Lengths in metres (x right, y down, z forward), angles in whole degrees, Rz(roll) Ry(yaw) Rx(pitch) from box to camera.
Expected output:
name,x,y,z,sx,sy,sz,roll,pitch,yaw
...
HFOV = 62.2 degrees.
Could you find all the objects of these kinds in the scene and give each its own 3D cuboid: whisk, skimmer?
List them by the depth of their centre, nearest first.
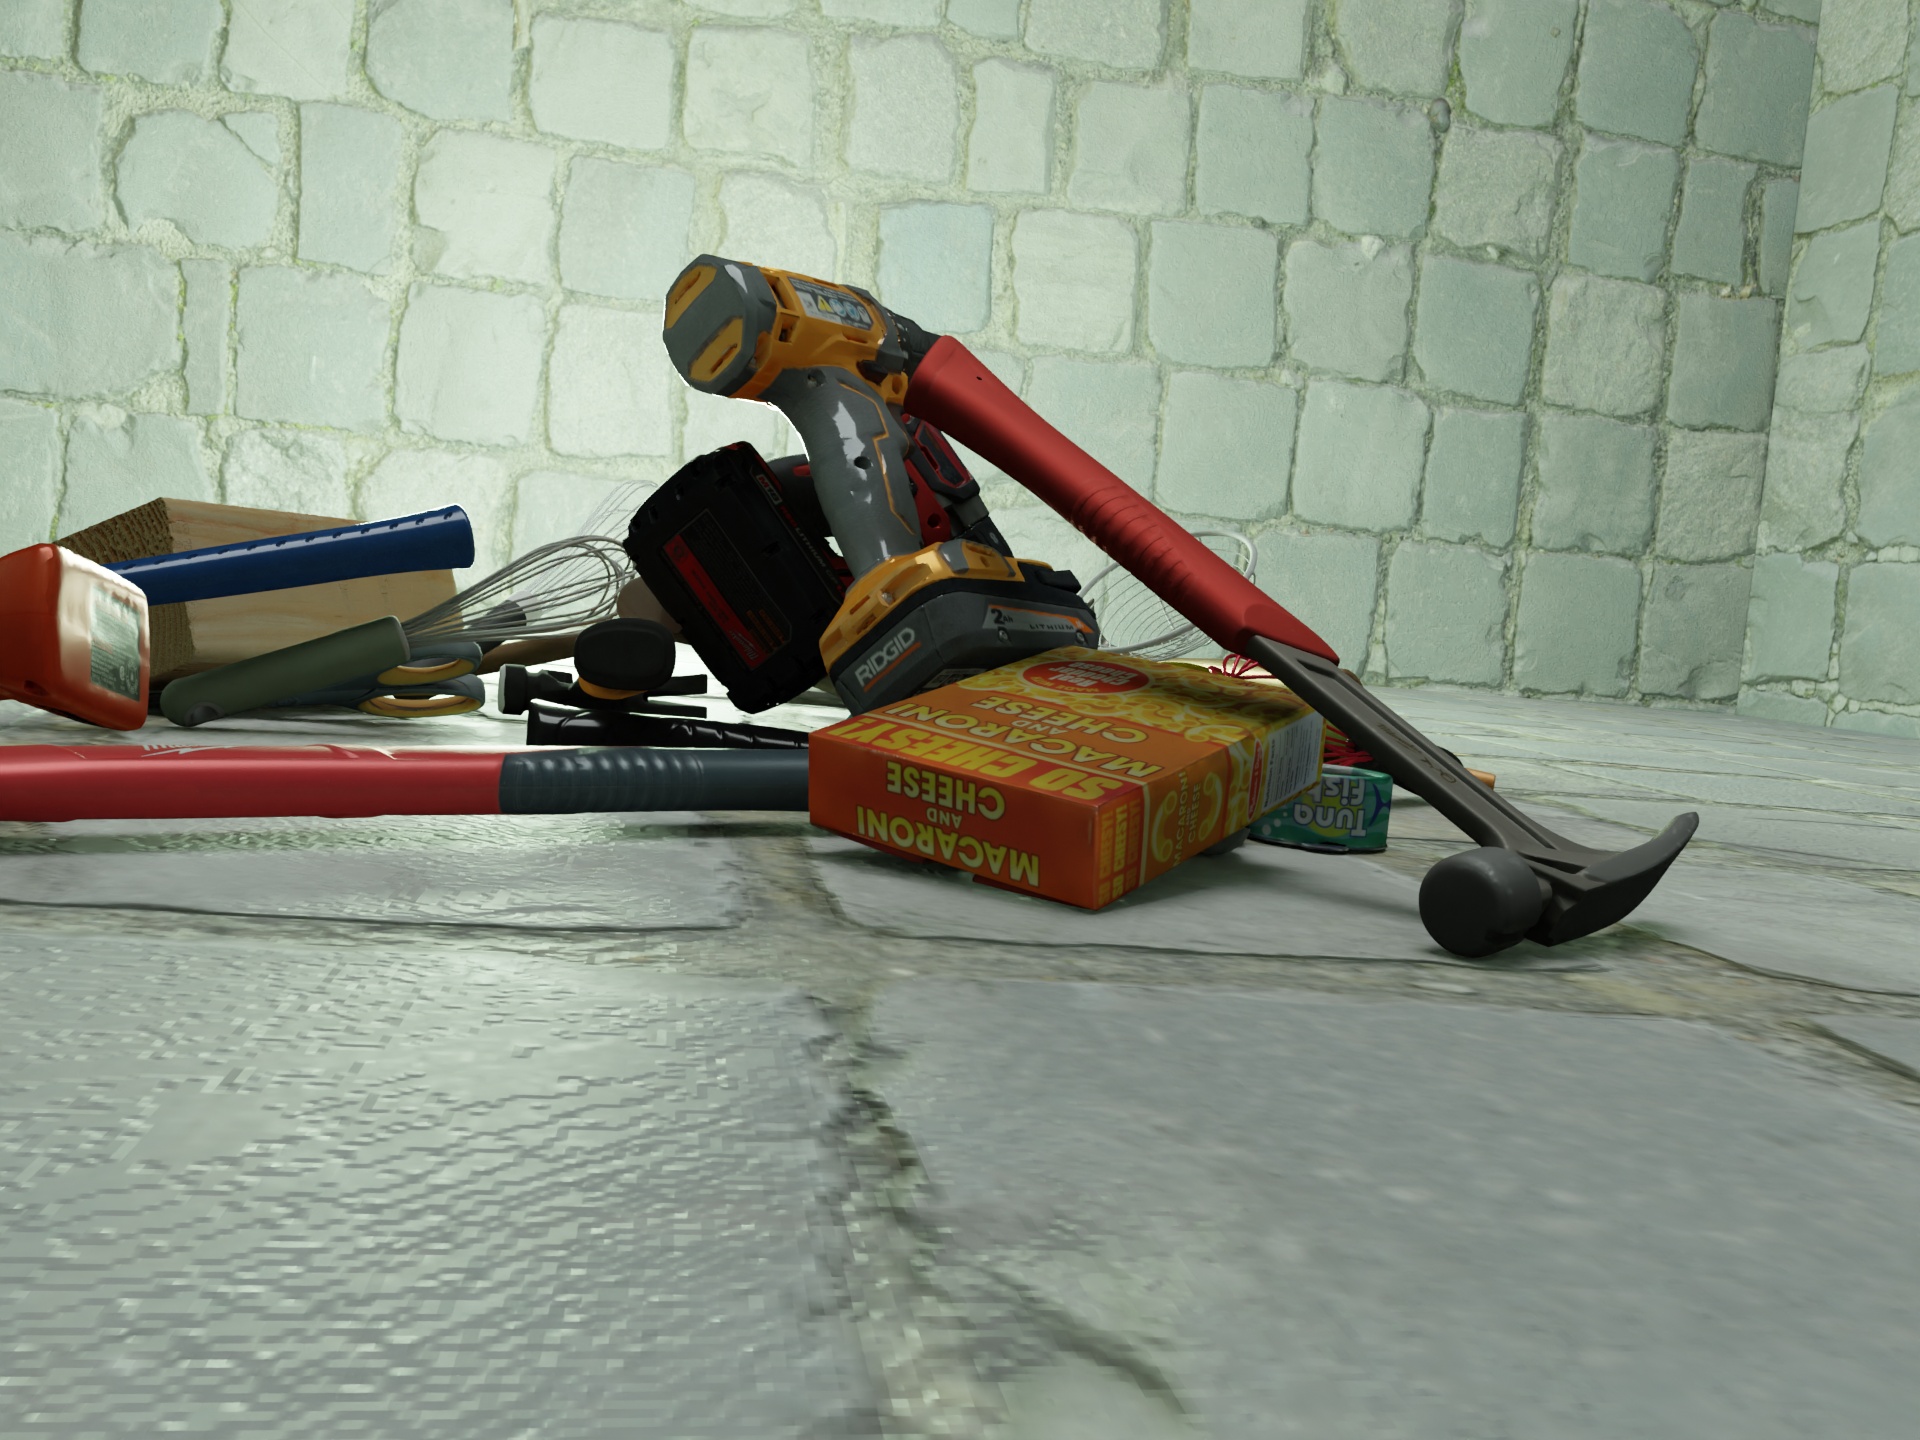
name,x,y,z,sx,sy,sz,roll,pitch,yaw
whisk,-0.279,-0.045,0.814,0.246,0.059,0.057,-20,-28,-21
whisk,0.209,0.011,0.847,0.073,0.073,0.295,8,-5,38
skimmer,0.002,-0.093,0.960,0.363,0.090,0.127,6,21,-19
whisk,-0.261,-0.085,1.017,0.070,0.070,0.285,7,32,27

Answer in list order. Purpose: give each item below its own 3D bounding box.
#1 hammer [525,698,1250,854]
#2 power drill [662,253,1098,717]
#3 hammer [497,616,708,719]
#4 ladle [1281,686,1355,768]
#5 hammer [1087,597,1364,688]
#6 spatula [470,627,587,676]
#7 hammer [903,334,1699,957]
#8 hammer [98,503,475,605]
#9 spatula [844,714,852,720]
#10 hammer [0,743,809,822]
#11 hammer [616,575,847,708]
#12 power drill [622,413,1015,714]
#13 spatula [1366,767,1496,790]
name,x,y,z,sx,sy,sz,roll,pitch,yaw
hammer,-0.038,0.020,0.726,0.335,0.035,0.146,5,5,6
power drill,-0.023,-0.109,0.742,0.084,0.226,0.185,-39,-21,31
hammer,-0.176,-0.021,0.831,0.127,0.034,0.337,3,-3,-16
ladle,0.108,0.023,0.889,0.320,0.062,0.078,-7,13,-38
hammer,0.179,-0.034,1.169,0.130,0.031,0.331,45,-14,-21
spatula,-0.236,-0.051,1.022,0.316,0.018,0.059,-10,-3,10
hammer,0.104,-0.047,0.609,0.149,0.036,0.359,-8,42,-44
hammer,-0.431,-0.056,0.727,0.405,0.035,0.144,-13,12,-30
spatula,-0.001,-0.003,0.898,0.082,0.044,0.317,6,2,-14
hammer,-0.181,0.019,0.551,0.386,0.038,0.143,2,4,-38
hammer,-0.116,-0.040,0.998,0.146,0.038,0.410,7,-4,15
power drill,-0.047,-0.082,0.830,0.080,0.188,0.227,-33,4,34
spatula,0.192,0.007,1.068,0.323,0.081,0.041,11,39,18
